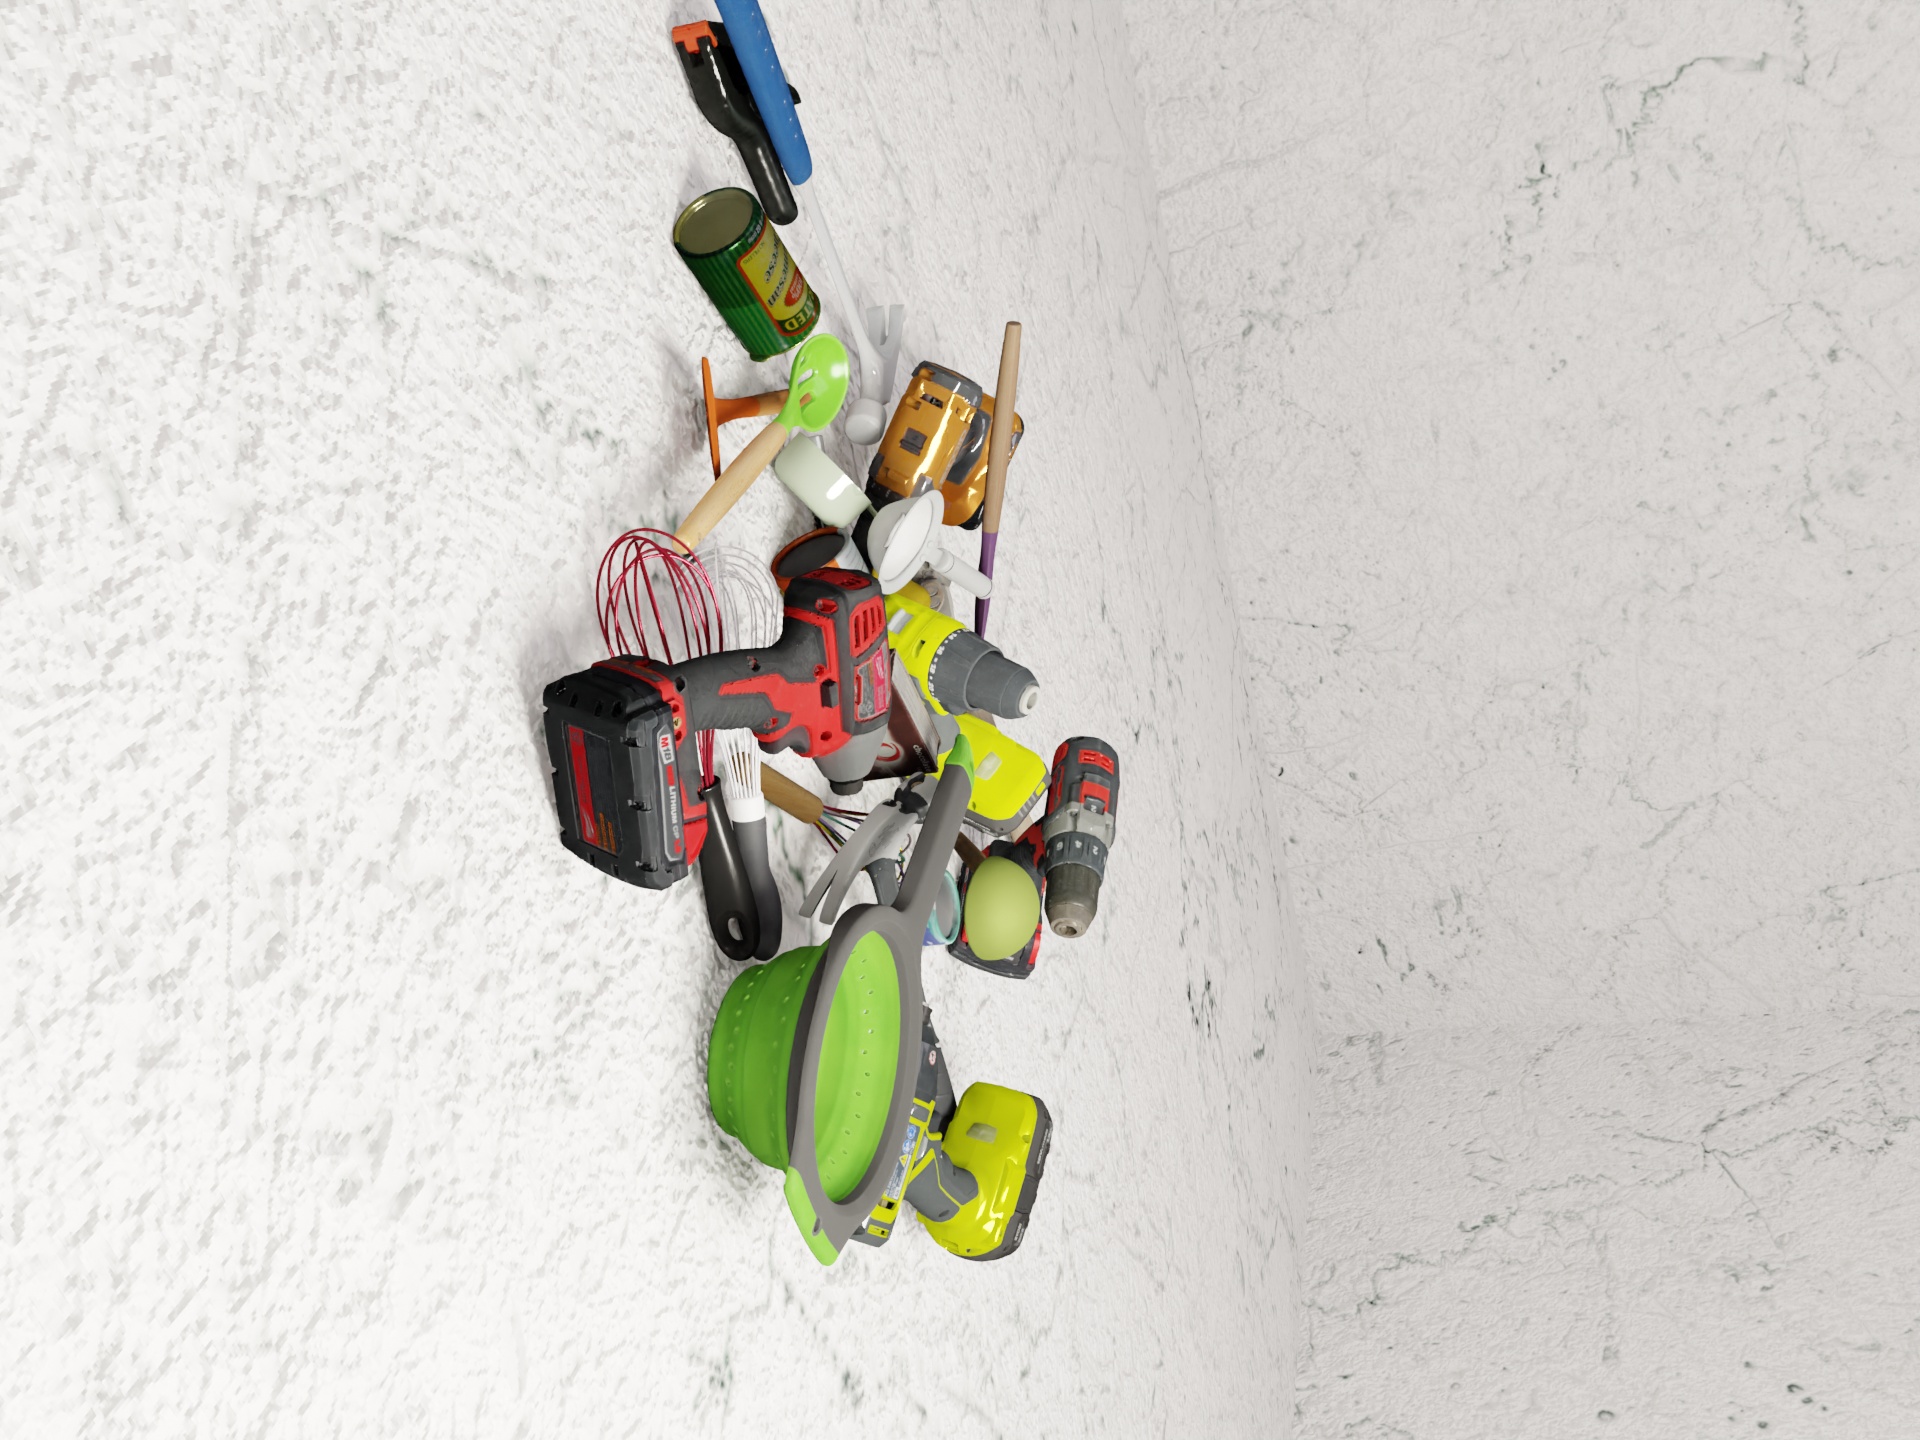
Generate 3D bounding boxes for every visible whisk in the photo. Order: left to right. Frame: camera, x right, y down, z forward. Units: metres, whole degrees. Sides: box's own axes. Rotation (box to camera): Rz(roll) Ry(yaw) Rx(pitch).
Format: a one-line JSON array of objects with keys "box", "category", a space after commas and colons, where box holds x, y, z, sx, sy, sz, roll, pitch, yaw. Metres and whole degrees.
[{"box": [-0.164, 0.022, 0.981, 0.073, 0.073, 0.295, -60, 144, -60], "category": "whisk"}, {"box": [-0.142, 0.025, 1.034, 0.070, 0.070, 0.284, -43, 131, -67], "category": "whisk"}, {"box": [-0.100, 0.069, 1.171, 0.244, 0.051, 0.047, 40, 72, -56], "category": "whisk"}]

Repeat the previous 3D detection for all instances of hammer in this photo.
[{"box": [-0.116, -0.403, 1.193, 0.405, 0.035, 0.144, 68, 25, -49], "category": "hammer"}, {"box": [-0.033, 0.246, 1.257, 0.149, 0.036, 0.408, -42, 132, -41], "category": "hammer"}, {"box": [0.031, 0.038, 1.533, 0.146, 0.038, 0.410, -100, 171, -46], "category": "hammer"}]

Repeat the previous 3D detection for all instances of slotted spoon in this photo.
[{"box": [-0.133, -0.187, 1.074, 0.314, 0.031, 0.070, -68, 157, -55], "category": "slotted spoon"}]

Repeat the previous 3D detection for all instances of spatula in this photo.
[{"box": [-0.136, -0.232, 1.169, 0.322, 0.041, 0.081, -44, 132, -68], "category": "spatula"}, {"box": [0.028, -0.187, 1.353, 0.060, 0.018, 0.315, -94, -171, -56], "category": "spatula"}]

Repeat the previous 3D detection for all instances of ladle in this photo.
[{"box": [0.008, 0.126, 1.317, 0.320, 0.062, 0.078, -144, -130, -78], "category": "ladle"}]

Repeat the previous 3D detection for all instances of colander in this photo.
[{"box": [-0.078, 0.158, 1.072, 0.204, 0.094, 0.397, 76, 25, -44], "category": "colander"}]

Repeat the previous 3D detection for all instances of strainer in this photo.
[{"box": [-0.020, -0.128, 1.253, 0.087, 0.050, 0.258, -60, 158, 3], "category": "strainer"}]

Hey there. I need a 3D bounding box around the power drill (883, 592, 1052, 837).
[{"box": [-0.002, -0.004, 1.274, 0.080, 0.191, 0.228, -52, 147, -21], "category": "power drill"}]

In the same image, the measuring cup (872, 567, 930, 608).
[{"box": [-0.050, -0.101, 1.310, 0.062, 0.029, 0.156, -60, 171, -9], "category": "measuring cup"}]

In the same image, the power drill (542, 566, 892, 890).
[{"box": [-0.124, 0.006, 0.918, 0.219, 0.079, 0.143, -28, 125, -44], "category": "power drill"}]

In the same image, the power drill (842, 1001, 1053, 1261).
[{"box": [-0.017, 0.317, 1.200, 0.223, 0.080, 0.171, 42, 61, -53], "category": "power drill"}]

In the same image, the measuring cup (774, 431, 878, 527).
[{"box": [-0.085, -0.155, 1.230, 0.083, 0.038, 0.167, 46, -1, 43], "category": "measuring cup"}]

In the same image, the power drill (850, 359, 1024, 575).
[{"box": [-0.026, -0.208, 1.370, 0.185, 0.084, 0.226, -64, 172, 12], "category": "power drill"}]

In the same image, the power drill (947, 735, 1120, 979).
[{"box": [0.068, 0.142, 1.382, 0.226, 0.080, 0.188, 124, -18, -47], "category": "power drill"}]
